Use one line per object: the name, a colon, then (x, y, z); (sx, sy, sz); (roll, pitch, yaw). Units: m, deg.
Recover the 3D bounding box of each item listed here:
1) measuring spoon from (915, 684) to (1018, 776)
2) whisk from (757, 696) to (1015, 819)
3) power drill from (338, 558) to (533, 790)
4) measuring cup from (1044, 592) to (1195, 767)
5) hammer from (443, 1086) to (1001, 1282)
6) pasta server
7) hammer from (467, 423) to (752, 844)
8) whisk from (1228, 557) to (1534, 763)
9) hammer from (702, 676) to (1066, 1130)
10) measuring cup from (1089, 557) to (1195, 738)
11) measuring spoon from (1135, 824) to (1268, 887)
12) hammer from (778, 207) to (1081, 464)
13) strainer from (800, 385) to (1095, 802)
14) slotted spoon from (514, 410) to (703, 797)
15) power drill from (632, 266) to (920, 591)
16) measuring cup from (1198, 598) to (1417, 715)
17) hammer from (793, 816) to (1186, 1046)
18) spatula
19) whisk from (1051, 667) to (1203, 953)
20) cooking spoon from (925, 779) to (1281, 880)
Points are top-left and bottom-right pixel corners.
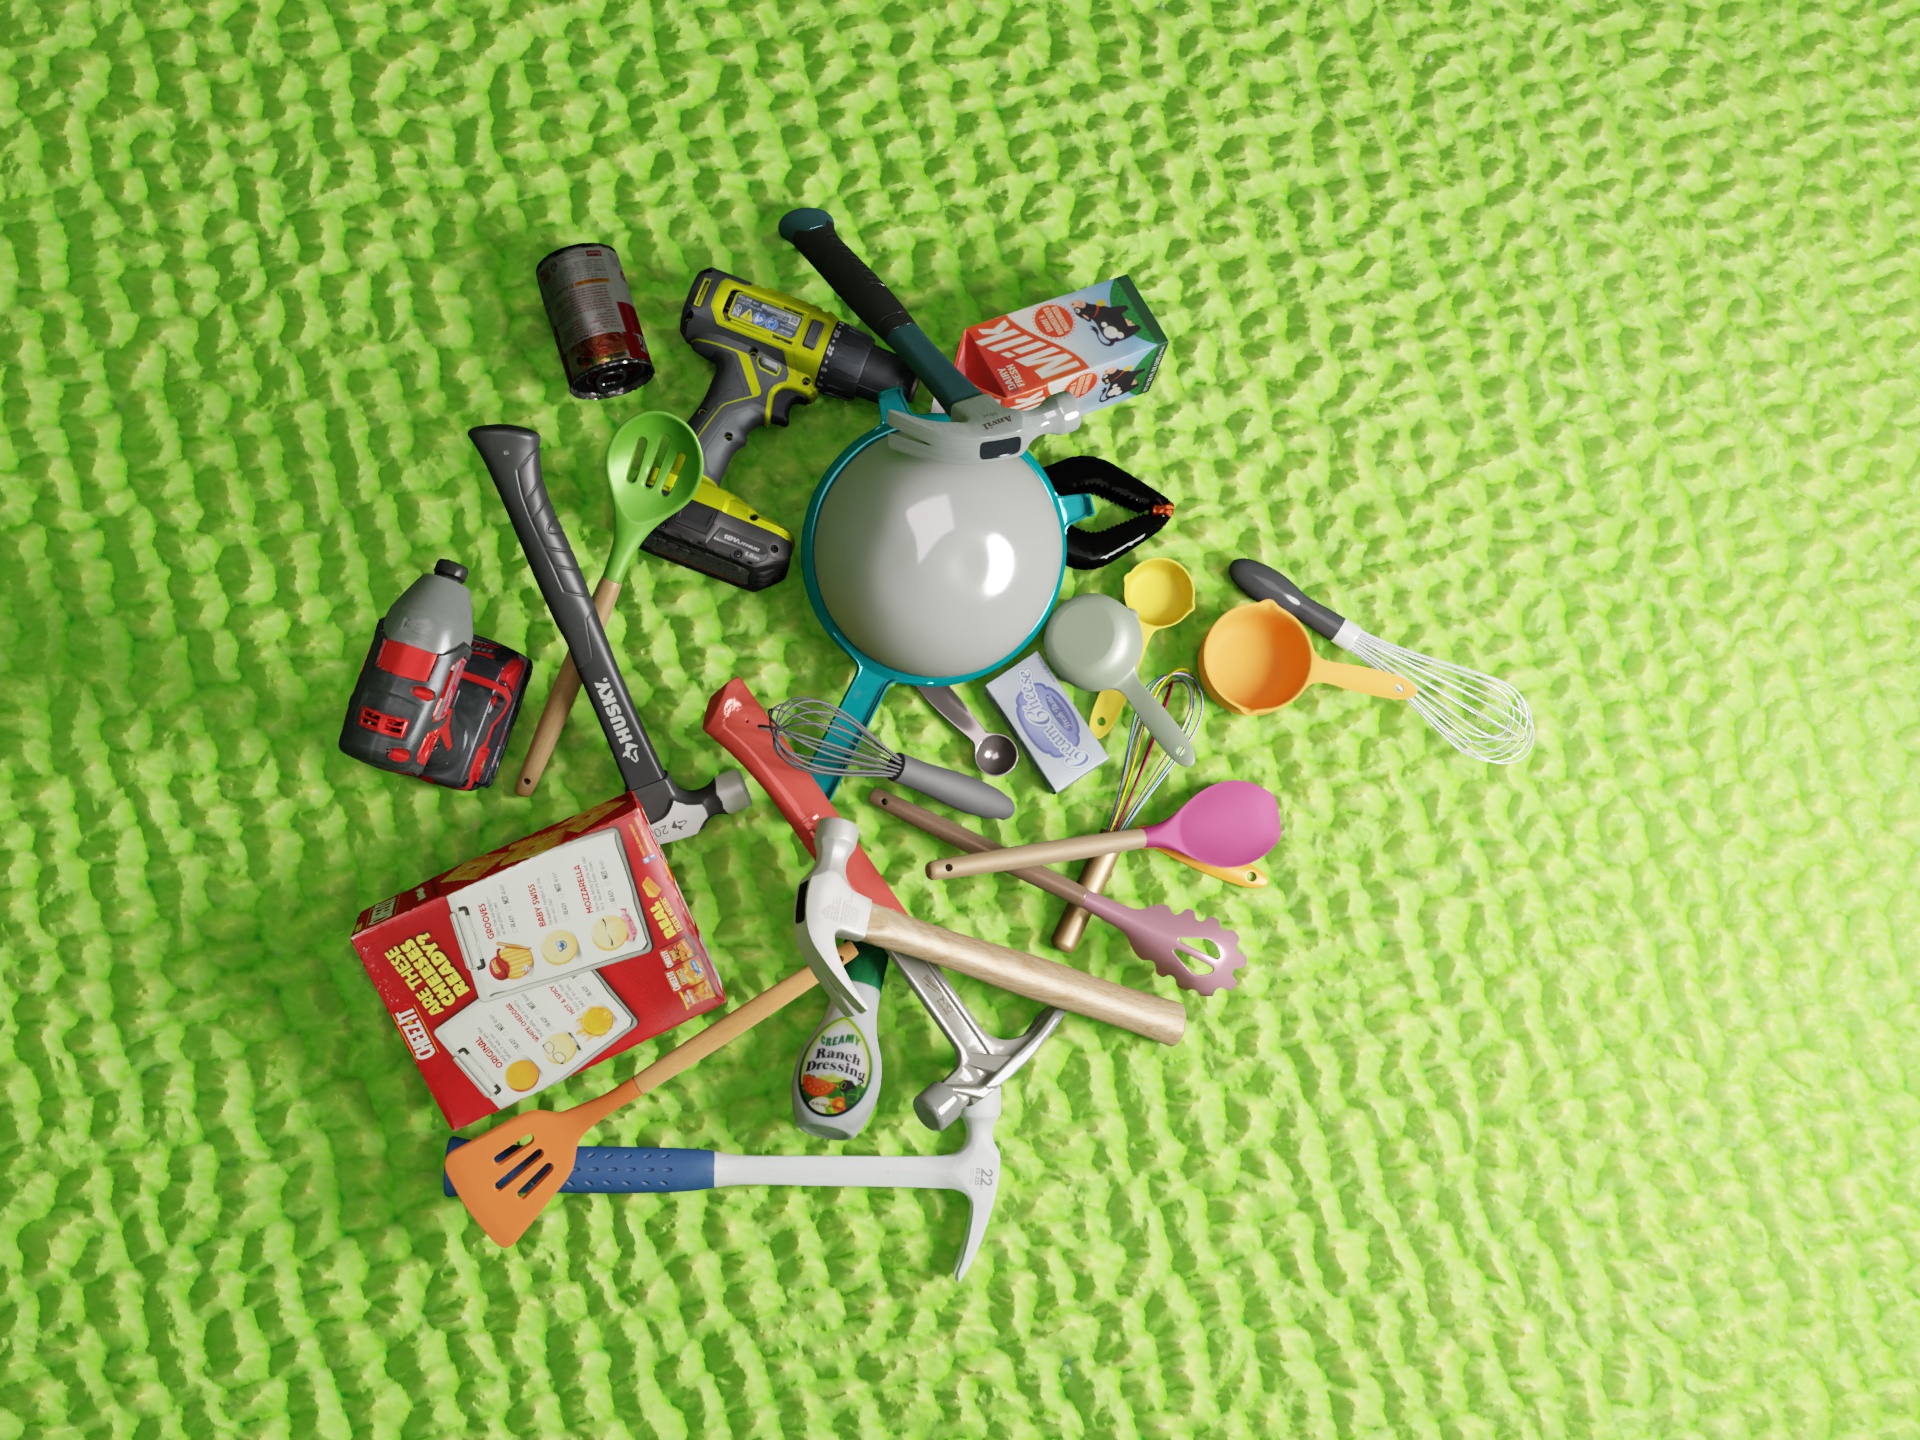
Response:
measuring spoon: (-0.002, -0.004, 1.265); (0.034, 0.018, 0.124); (-42, 82, -7)
whisk: (-0.049, 0.036, 1.189); (0.238, 0.055, 0.055); (23, 78, -36)
power drill: (-0.364, -0.026, 1.113); (0.078, 0.219, 0.143); (18, 80, -5)
measuring cup: (0.127, -0.030, 1.237); (0.083, 0.038, 0.168); (-41, 65, 11)
hammer: (-0.172, 0.339, 1.179); (0.405, 0.035, 0.144); (2, 81, -7)
pasta server: (0.072, 0.125, 1.224); (0.316, 0.040, 0.060); (25, 88, 10)
hammer: (-0.277, -0.056, 1.153); (0.146, 0.035, 0.334); (-21, 112, -5)
whisk: (0.341, -0.052, 1.294); (0.284, 0.070, 0.070); (32, 79, 3)
hammer: (-0.067, 0.118, 1.184); (0.149, 0.036, 0.359); (-36, 92, -35)
measuring cup: (0.139, -0.057, 1.288); (0.062, 0.029, 0.156); (24, 91, -1)
measuring spoon: (0.193, 0.110, 1.271); (0.117, 0.011, 0.021); (21, 80, -4)
hammer: (-0.049, -0.300, 1.207); (0.128, 0.033, 0.331); (-23, 53, -20)
strainer: (-0.038, -0.067, 1.192); (0.211, 0.095, 0.340); (27, 91, -18)
slotted spoon: (-0.270, -0.083, 1.178); (0.070, 0.031, 0.313); (23, 102, -10)
power drill: (-0.151, -0.224, 1.245); (0.190, 0.080, 0.228); (21, 77, -4)
measuring cup: (0.275, -0.038, 1.279); (0.173, 0.052, 0.095); (12, 83, -2)
hammer: (0.028, 0.184, 1.176); (0.331, 0.031, 0.130); (22, 62, -23)
spatula: (-0.211, 0.253, 1.148); (0.322, 0.041, 0.081); (-32, 101, -11)
whisk: (0.127, 0.068, 1.254); (0.051, 0.047, 0.245); (24, 83, 16)
cooking spoon: (0.117, 0.093, 1.217); (0.318, 0.017, 0.069); (-6, 87, -27)
